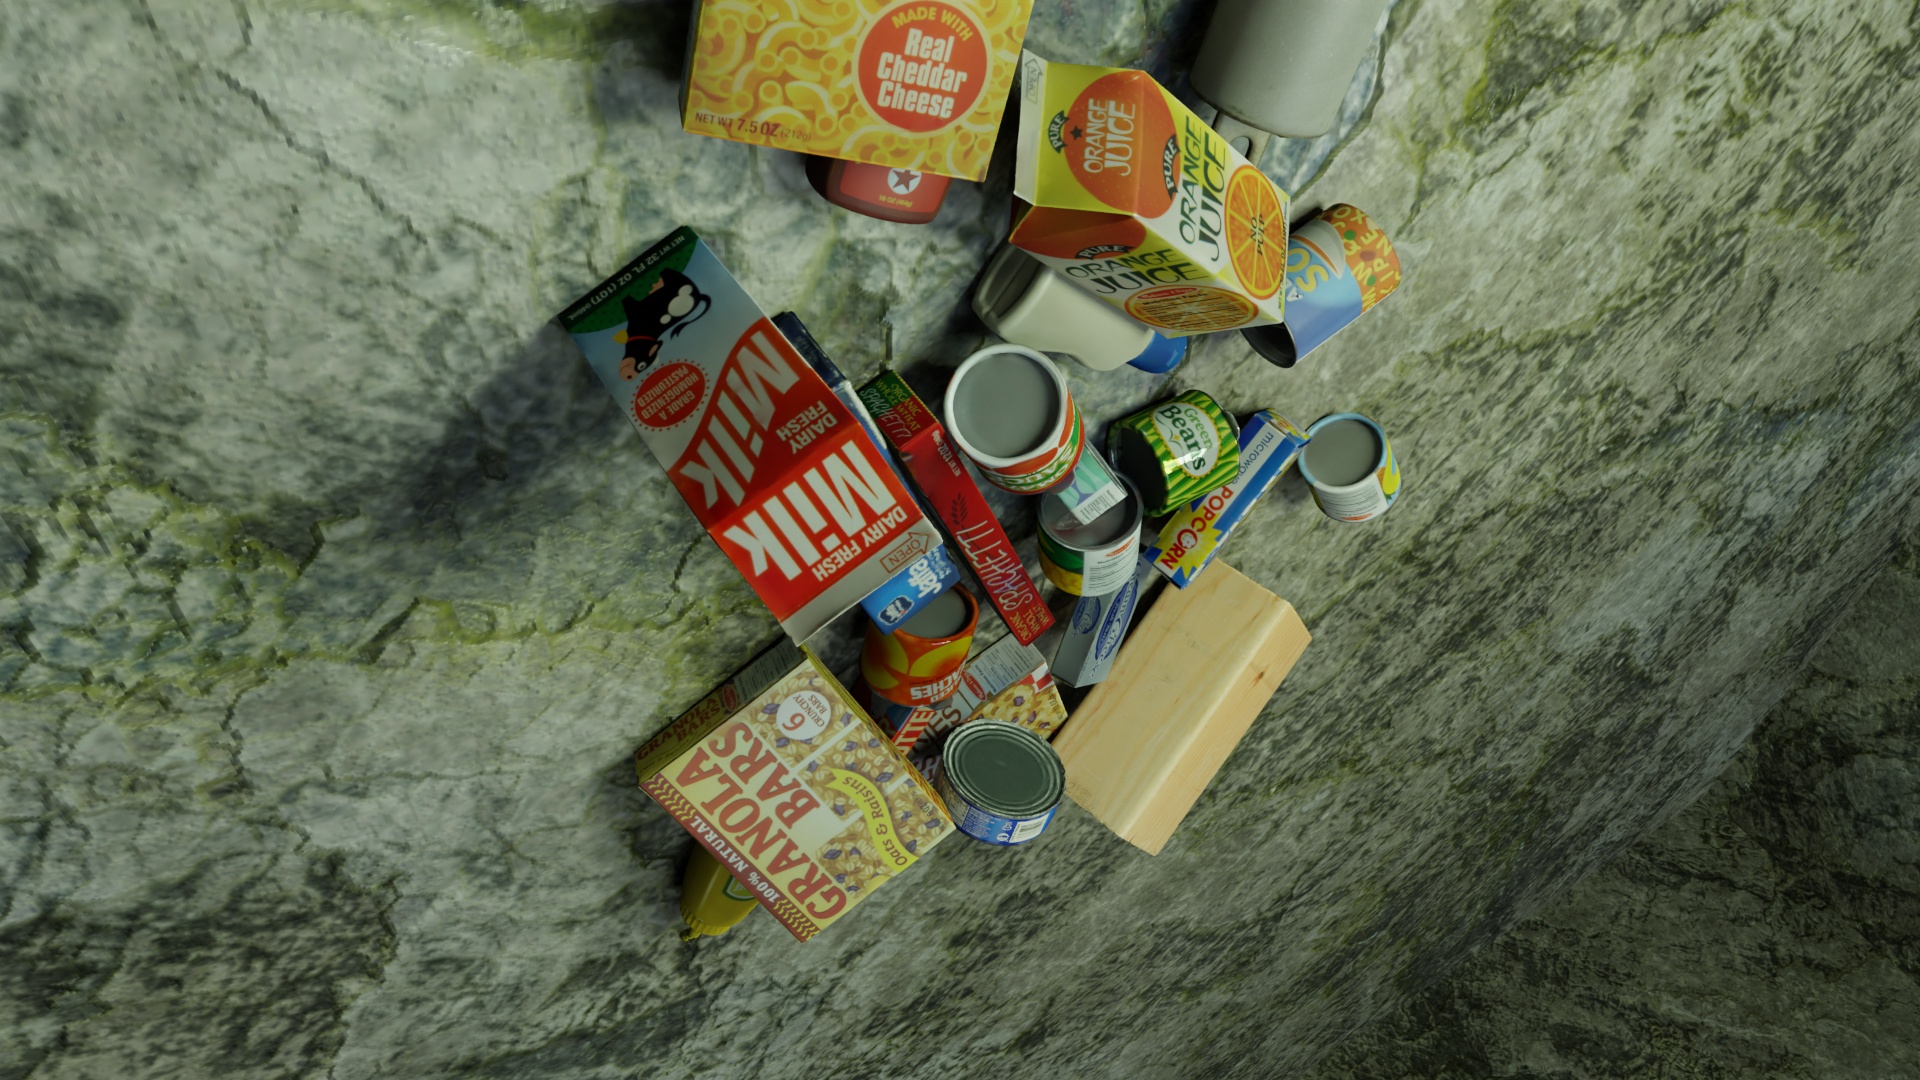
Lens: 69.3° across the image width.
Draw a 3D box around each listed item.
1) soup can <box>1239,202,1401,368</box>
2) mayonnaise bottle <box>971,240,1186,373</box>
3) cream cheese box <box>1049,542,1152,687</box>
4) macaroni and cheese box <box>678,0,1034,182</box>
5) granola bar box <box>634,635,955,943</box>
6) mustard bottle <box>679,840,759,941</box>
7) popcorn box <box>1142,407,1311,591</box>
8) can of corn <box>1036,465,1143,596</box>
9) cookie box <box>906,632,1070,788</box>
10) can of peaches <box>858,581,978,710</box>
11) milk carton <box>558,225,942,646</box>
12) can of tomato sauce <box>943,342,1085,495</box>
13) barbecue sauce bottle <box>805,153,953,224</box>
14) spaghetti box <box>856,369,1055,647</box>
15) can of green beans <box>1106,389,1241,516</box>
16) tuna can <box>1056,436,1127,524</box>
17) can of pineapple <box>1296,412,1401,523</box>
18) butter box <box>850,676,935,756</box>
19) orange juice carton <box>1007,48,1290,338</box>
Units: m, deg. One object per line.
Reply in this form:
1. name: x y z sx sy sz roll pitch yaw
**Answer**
1. soup can: 0.212 -0.157 0.841 0.084 0.071 0.071 -36 146 -7
2. mayonnaise bottle: 0.073 -0.125 0.766 0.148 0.041 0.064 12 121 -51
3. cream cheese box: 0.100 0.050 0.970 0.053 0.024 0.103 0 113 -61
4. macaroni and cheese box: -0.031 -0.226 0.513 0.124 0.040 0.165 5 125 -19
5. granola bar box: -0.099 0.155 0.853 0.124 0.039 0.165 -37 118 0
6. mustard bottle: -0.150 0.218 0.931 0.065 0.049 0.159 9 123 -41
7. popcorn box: 0.184 -0.030 0.952 0.126 0.038 0.085 -53 170 18
8. can of corn: 0.080 -0.008 0.882 0.071 0.071 0.058 -30 150 -15
9. cookie box: -0.003 0.151 1.004 0.168 0.040 0.122 -35 146 -8
10. can of peaches: -0.024 0.061 0.855 0.071 0.071 0.057 -15 137 -32
11. milk carton: -0.085 -0.040 0.577 0.072 0.191 0.073 -37 146 -5
12. can of tomato sauce: 0.031 -0.062 0.748 0.071 0.071 0.083 -42 167 2
13. barbecue sauce bottle: -0.013 -0.209 0.586 0.065 0.044 0.147 4 126 -34
14. spaghetti box: 0.003 -0.010 0.820 0.029 0.050 0.249 -37 146 -3
15. can of green beans: 0.134 -0.055 0.880 0.058 0.071 0.071 -24 143 -21
16. tuna can: 0.066 -0.046 0.827 0.033 0.071 0.071 -37 146 9
17. can of pineapple: 0.287 -0.055 1.028 0.071 0.071 0.057 -42 146 3
18. butter box: -0.052 0.118 0.908 0.024 0.053 0.103 5 125 -44
19. orange juice carton: 0.085 -0.164 0.678 0.193 0.073 0.072 18 74 -49
